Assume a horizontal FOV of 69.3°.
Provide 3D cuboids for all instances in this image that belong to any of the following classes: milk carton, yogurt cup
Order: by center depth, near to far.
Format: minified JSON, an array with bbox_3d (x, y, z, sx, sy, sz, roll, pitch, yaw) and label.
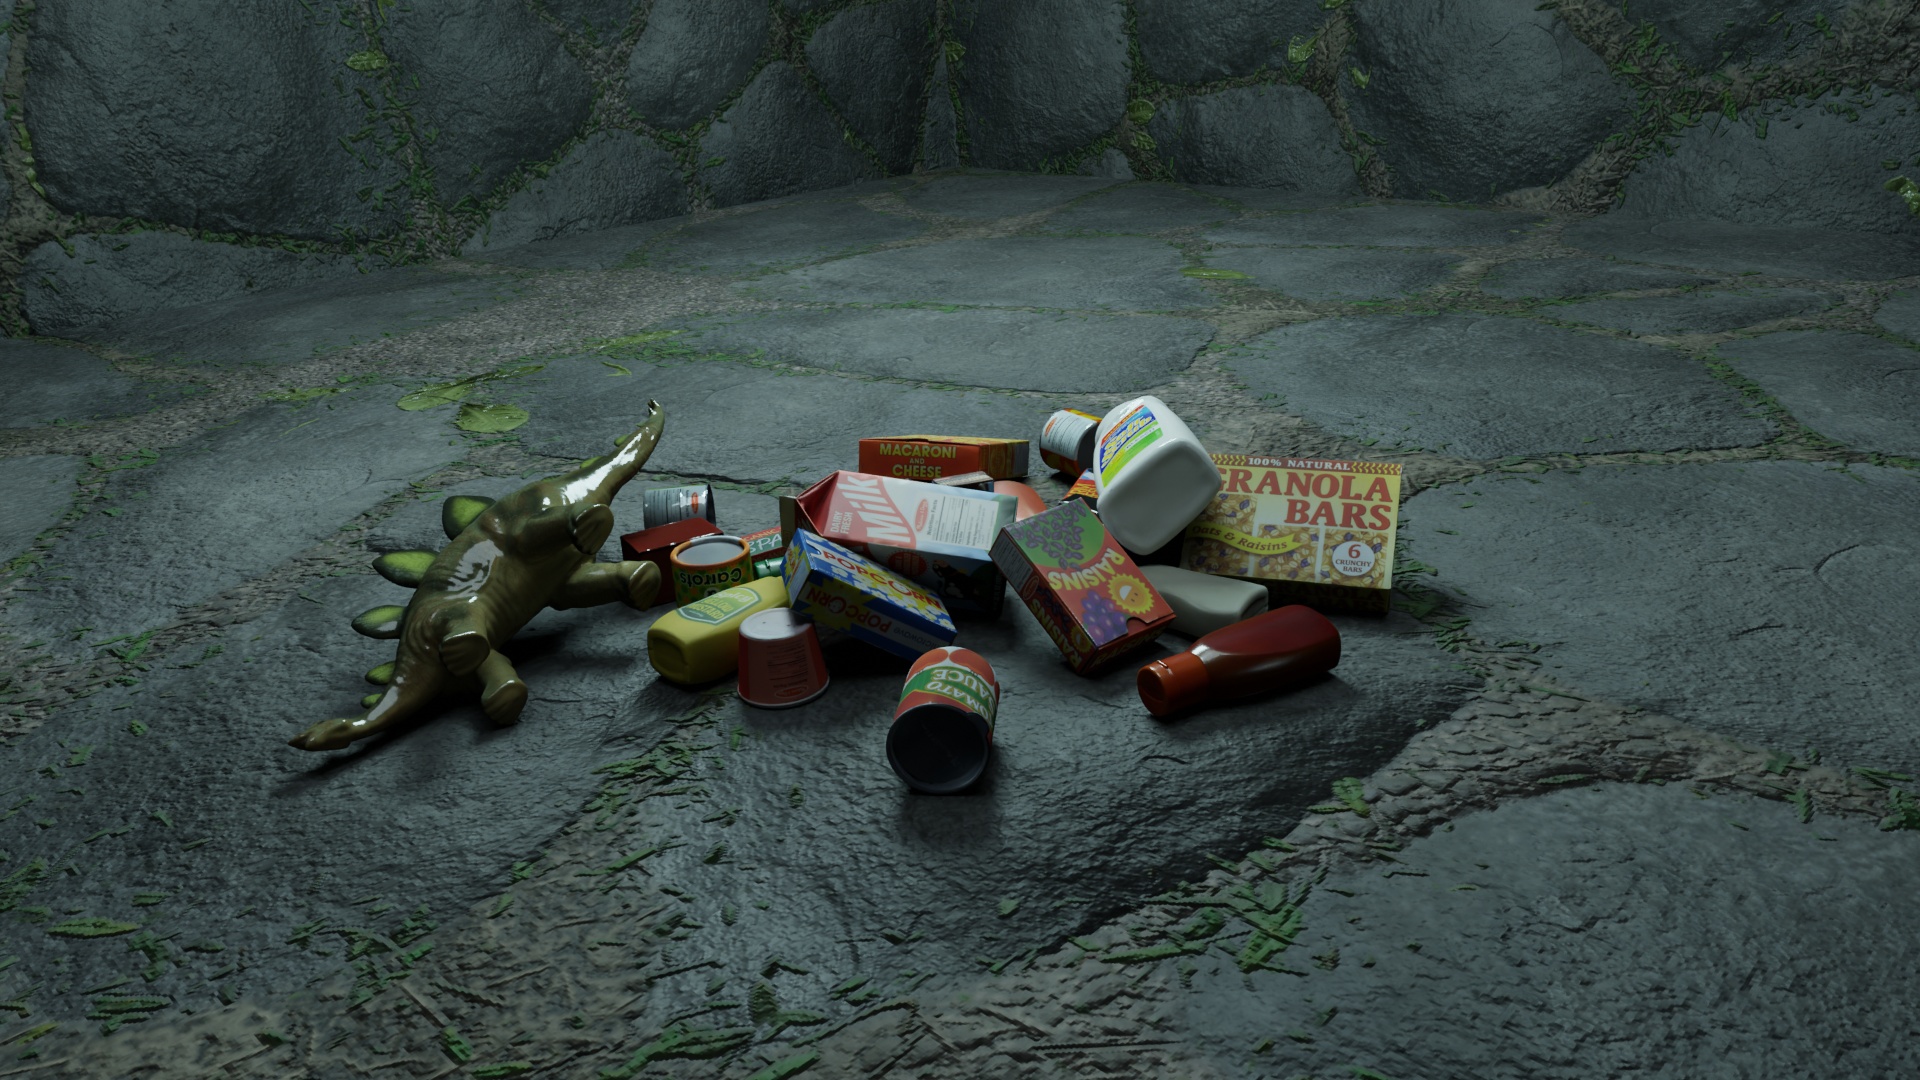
[{"bbox_3d":[-0.133,0.085,1.023,0.072,0.053,0.073,-3,22,1],"label":"yogurt cup"},{"bbox_3d":[-0.053,-0.001,1.132,0.191,0.072,0.074,9,51,2],"label":"milk carton"}]

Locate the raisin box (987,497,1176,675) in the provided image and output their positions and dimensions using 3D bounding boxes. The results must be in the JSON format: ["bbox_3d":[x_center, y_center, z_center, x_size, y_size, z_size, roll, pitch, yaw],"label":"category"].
[{"bbox_3d":[0.092,0.033,1.061,0.086,0.039,0.123,-19,62,-36],"label":"raisin box"}]

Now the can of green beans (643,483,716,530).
[{"bbox_3d":[-0.256,-0.017,1.272,0.058,0.071,0.071,-5,22,-4],"label":"can of green beans"}]

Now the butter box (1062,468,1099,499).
[{"bbox_3d":[0.133,-0.041,1.336,0.053,0.024,0.104,6,24,19],"label":"butter box"}]

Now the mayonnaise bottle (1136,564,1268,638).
[{"bbox_3d":[0.165,0.045,1.101,0.148,0.041,0.065,12,26,35],"label":"mayonnaise bottle"}]

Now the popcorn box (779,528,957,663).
[{"bbox_3d":[-0.071,0.045,1.057,0.126,0.038,0.085,25,14,-21],"label":"popcorn box"}]

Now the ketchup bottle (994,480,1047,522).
[{"bbox_3d":[0.054,-0.010,1.243,0.065,0.043,0.149,1,21,-11],"label":"ketchup bottle"}]

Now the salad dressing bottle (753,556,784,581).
[{"bbox_3d":[-0.100,0.023,1.185,0.148,0.043,0.064,-10,34,-15],"label":"salad dressing bottle"}]

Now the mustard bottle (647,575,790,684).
[{"bbox_3d":[-0.169,0.062,1.091,0.065,0.048,0.161,16,29,35],"label":"mustard bottle"}]

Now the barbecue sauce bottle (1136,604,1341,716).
[{"bbox_3d":[0.196,0.086,0.990,0.149,0.043,0.065,-15,25,-26],"label":"barbecue sauce bottle"}]

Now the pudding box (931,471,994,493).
[{"bbox_3d":[0.004,-0.015,1.210,0.050,0.083,0.030,-10,23,-17],"label":"pudding box"}]

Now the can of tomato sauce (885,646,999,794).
[{"bbox_3d":[-0.009,0.115,0.912,0.071,0.071,0.083,0,22,7],"label":"can of tomato sauce"}]

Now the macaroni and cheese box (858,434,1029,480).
[{"bbox_3d":[-0.014,-0.083,1.378,0.124,0.040,0.167,4,6,18],"label":"macaroni and cheese box"}]

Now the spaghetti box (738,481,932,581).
[{"bbox_3d":[-0.105,-0.010,1.284,0.251,0.028,0.050,-18,26,-33],"label":"spaghetti box"}]

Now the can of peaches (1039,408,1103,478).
[{"bbox_3d":[0.126,-0.097,1.422,0.071,0.071,0.058,-17,26,-31],"label":"can of peaches"}]

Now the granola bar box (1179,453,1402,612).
[{"bbox_3d":[0.273,-0.009,1.142,0.165,0.039,0.125,5,57,18],"label":"granola bar box"}]

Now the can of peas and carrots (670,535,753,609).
[{"bbox_3d":[-0.204,0.035,1.147,0.071,0.058,0.071,-3,22,1],"label":"can of peas and carrots"}]
